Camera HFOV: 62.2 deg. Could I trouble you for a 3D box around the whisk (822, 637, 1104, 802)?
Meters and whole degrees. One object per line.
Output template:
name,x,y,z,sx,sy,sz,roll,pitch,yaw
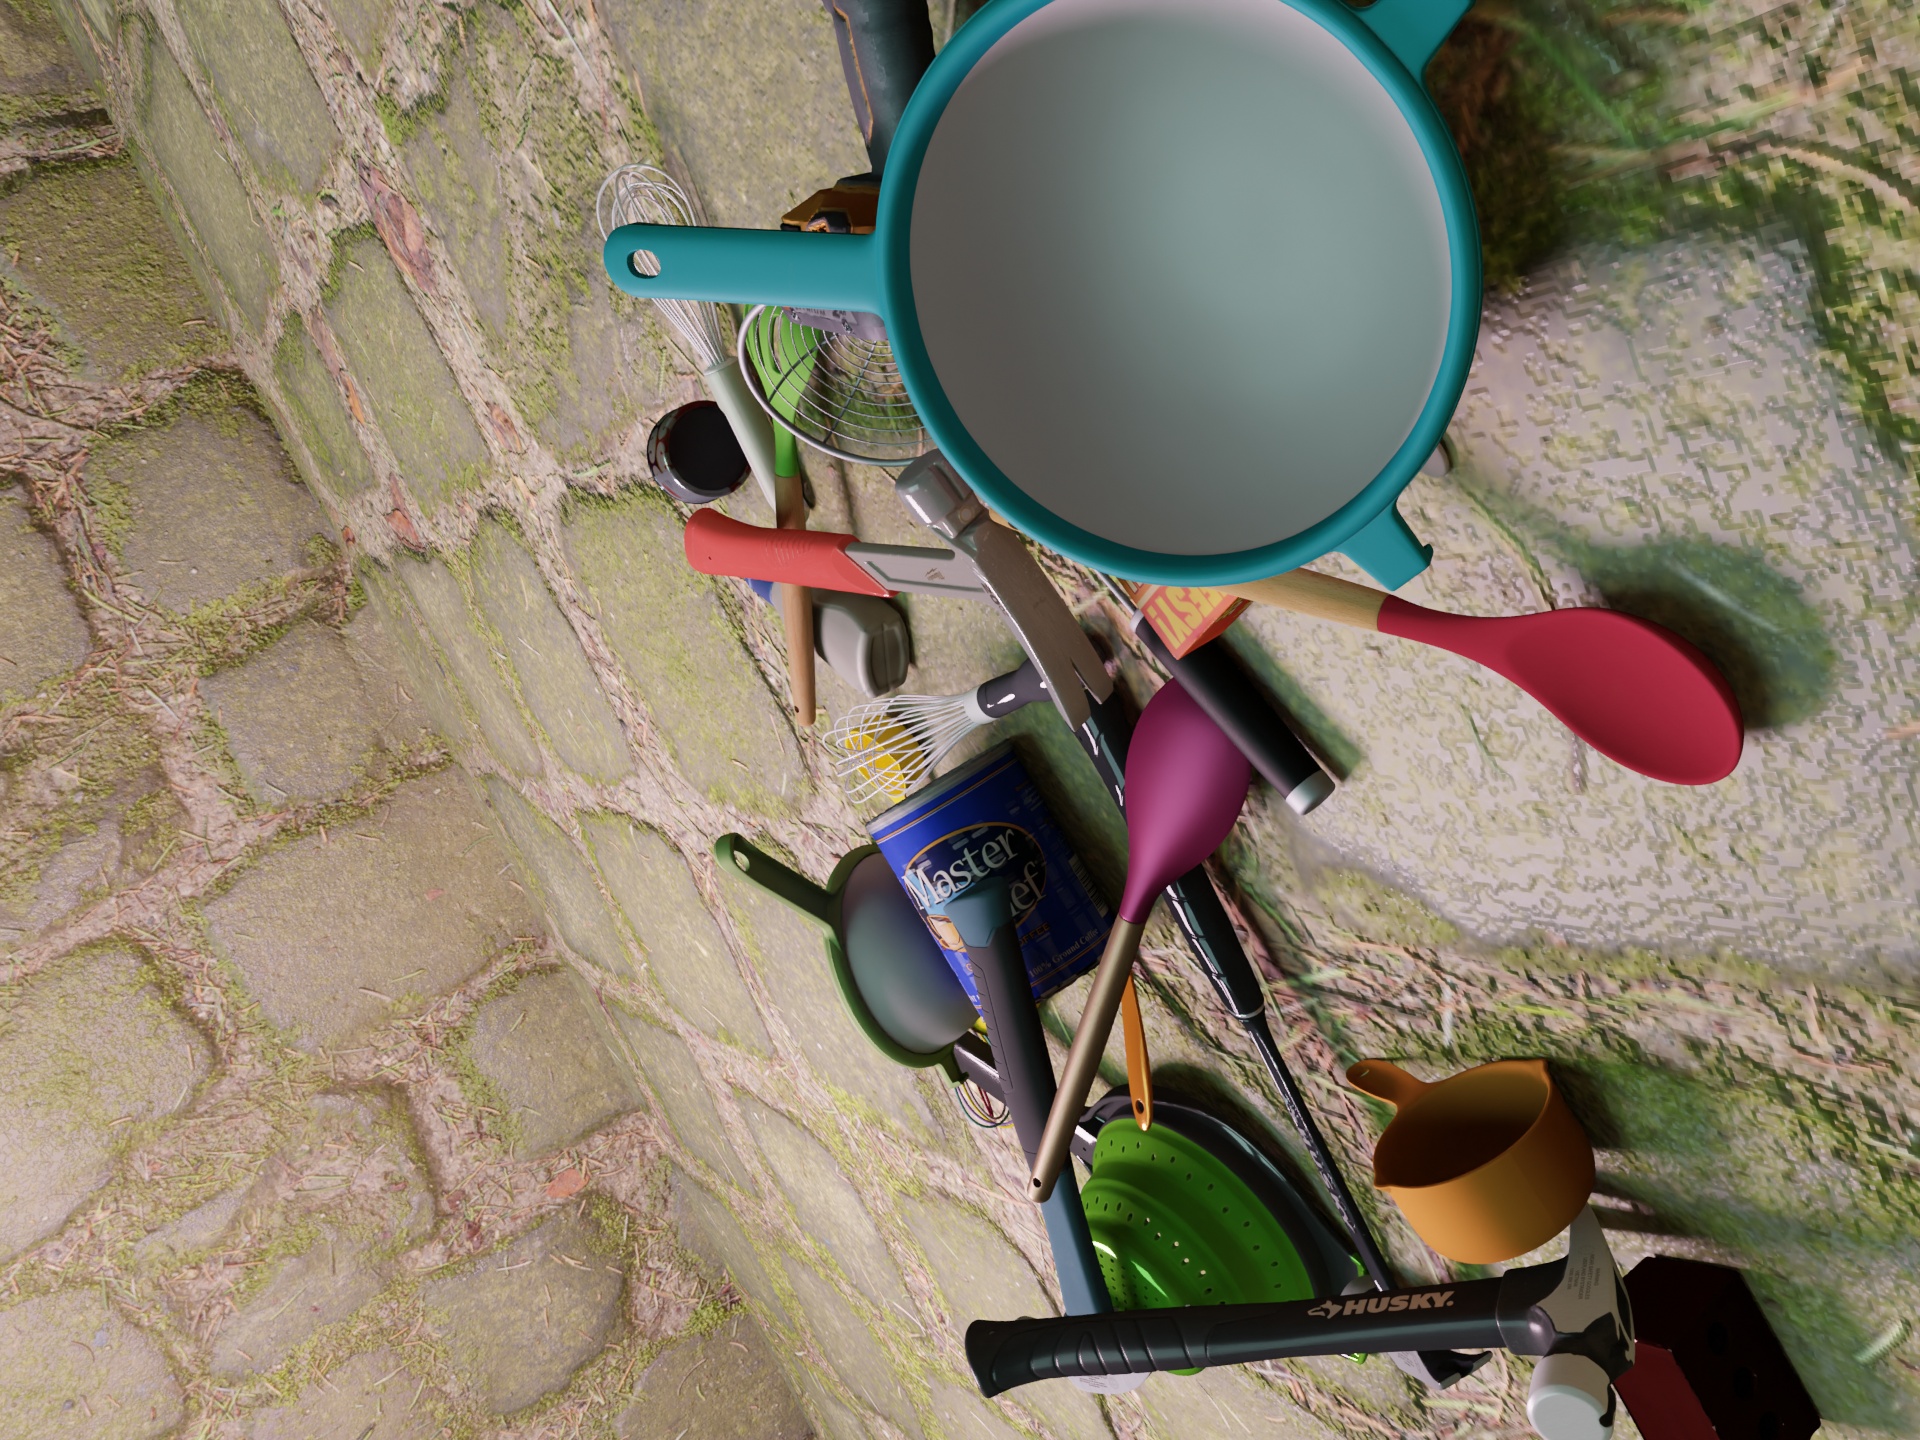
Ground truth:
whisk,-0.002,-0.002,0.942,0.284,0.070,0.070,-23,97,57

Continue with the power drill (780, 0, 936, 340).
power drill,-0.047,-0.287,0.680,0.185,0.084,0.226,33,133,57

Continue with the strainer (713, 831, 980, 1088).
strainer,-0.048,0.121,0.996,0.256,0.069,0.152,39,-141,-45

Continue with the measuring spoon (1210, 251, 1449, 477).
measuring spoon,0.136,-0.133,0.603,0.124,0.018,0.034,49,153,19

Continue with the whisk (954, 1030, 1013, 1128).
whisk,-0.022,0.210,1.239,0.245,0.051,0.047,62,161,3

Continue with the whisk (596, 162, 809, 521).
whisk,-0.156,-0.231,1.005,0.058,0.059,0.246,-82,-31,-66

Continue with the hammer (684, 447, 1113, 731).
hammer,-0.061,-0.080,0.870,0.149,0.037,0.359,54,160,-26

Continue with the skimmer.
skimmer,0.030,-0.081,0.769,0.363,0.090,0.127,50,153,19

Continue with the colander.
colander,0.077,0.308,1.046,0.397,0.094,0.204,26,139,38

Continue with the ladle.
ladle,0.138,-0.046,0.609,0.316,0.031,0.069,21,144,33

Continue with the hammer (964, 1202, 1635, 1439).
hammer,0.143,0.284,0.748,0.335,0.146,0.035,-19,102,32

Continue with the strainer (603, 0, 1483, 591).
strainer,0.027,-0.171,0.587,0.340,0.095,0.210,11,122,27

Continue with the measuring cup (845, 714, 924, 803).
measuring cup,-0.023,0.060,1.109,0.062,0.029,0.156,-4,126,57

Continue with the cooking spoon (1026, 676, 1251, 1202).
cooking spoon,0.082,0.124,0.826,0.069,0.017,0.318,29,116,30

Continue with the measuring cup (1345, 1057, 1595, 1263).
measuring cup,0.227,0.197,0.742,0.052,0.095,0.173,56,173,-4

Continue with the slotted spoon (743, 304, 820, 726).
slotted spoon,-0.104,-0.128,0.980,0.070,0.031,0.313,34,137,41

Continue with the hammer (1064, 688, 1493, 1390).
hammer,0.158,0.166,0.840,0.409,0.036,0.149,63,172,-1

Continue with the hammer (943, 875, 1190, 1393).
hammer,0.047,0.244,0.919,0.128,0.033,0.331,-3,109,40

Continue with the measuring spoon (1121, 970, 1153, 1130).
measuring spoon,0.103,0.192,0.972,0.021,0.011,0.117,-17,78,58
